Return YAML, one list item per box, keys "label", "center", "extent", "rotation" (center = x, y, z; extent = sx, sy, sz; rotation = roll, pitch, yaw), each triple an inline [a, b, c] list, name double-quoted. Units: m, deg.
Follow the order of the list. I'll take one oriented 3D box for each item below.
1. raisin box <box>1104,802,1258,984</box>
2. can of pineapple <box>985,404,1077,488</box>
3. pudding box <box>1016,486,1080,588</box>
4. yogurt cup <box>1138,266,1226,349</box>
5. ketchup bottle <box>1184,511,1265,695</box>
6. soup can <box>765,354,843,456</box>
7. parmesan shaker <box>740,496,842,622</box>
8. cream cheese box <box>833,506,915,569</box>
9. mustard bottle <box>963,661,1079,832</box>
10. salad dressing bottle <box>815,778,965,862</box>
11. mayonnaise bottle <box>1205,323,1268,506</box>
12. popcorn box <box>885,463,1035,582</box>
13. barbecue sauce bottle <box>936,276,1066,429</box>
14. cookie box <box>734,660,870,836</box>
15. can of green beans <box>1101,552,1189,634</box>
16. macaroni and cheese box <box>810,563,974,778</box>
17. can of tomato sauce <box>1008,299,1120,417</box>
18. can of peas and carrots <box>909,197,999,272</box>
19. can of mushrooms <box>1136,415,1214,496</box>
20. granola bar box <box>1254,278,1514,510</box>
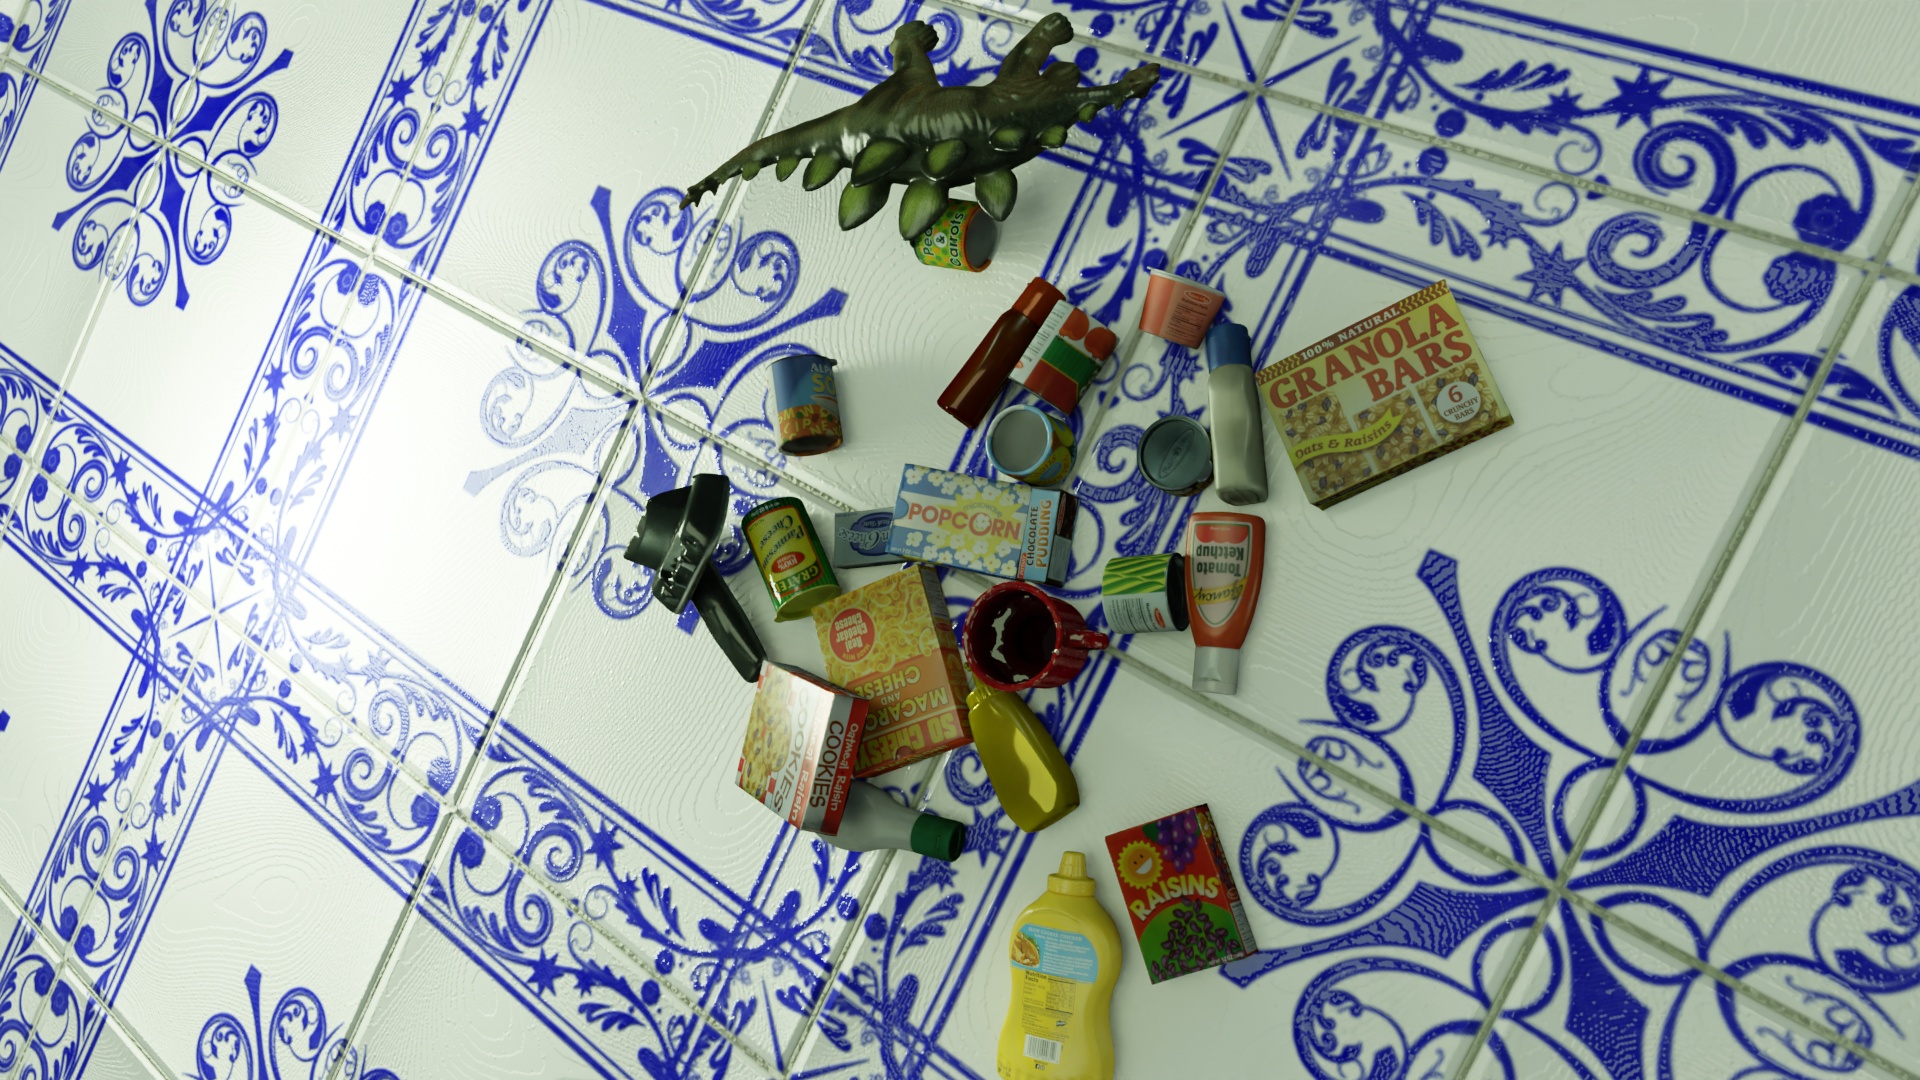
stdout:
- label: "raisin box"
  center: [0.179, 0.286, 1.129]
  extent: [0.086, 0.040, 0.123]
  rotation: [-25, 72, 23]
- label: "can of pineapple"
  center: [0.064, -0.083, 1.239]
  extent: [0.071, 0.058, 0.071]
  rotation: [-5, 80, 26]
- label: "pudding box"
  center: [0.078, -0.003, 1.224]
  extent: [0.030, 0.049, 0.083]
  rotation: [9, 86, 26]
- label: "yogurt cup"
  center: [0.187, -0.198, 1.194]
  extent: [0.072, 0.072, 0.054]
  rotation: [25, 102, 28]
- label: "ketchup bottle"
  center: [0.215, 0.052, 1.147]
  extent: [0.065, 0.043, 0.149]
  rotation: [3, 83, 23]
- label: "soup can"
  center: [-0.149, -0.132, 1.355]
  extent: [0.071, 0.071, 0.084]
  rotation: [-16, 75, 24]
- label: "parmesan shaker"
  center: [-0.166, 0.018, 1.335]
  extent: [0.071, 0.071, 0.103]
  rotation: [-33, 68, 19]
- label: "cream cheese box"
  center: [-0.072, -0.004, 1.315]
  extent: [0.103, 0.024, 0.053]
  rotation: [-6, 80, 26]
- label: "mustard bottle"
  center: [0.044, 0.173, 1.212]
  extent: [0.065, 0.049, 0.160]
  rotation: [-35, 67, 19]
- label: "salad dressing bottle"
  center: [-0.068, 0.257, 1.259]
  extent: [0.147, 0.044, 0.064]
  rotation: [9, 90, 27]
- label: "mayonnaise bottle"
  center: [0.229, -0.106, 1.159]
  extent: [0.041, 0.064, 0.148]
  rotation: [-9, 73, 23]
- label: "popcorn box"
  center: [0.004, -0.016, 1.254]
  extent: [0.127, 0.038, 0.085]
  rotation: [11, 85, 15]
- label: "barbecue sauce bottle"
  center: [0.038, -0.172, 1.269]
  extent: [0.043, 0.065, 0.148]
  rotation: [36, 92, -11]
- label: "cookie box"
  center: [-0.146, 0.186, 1.268]
  extent: [0.167, 0.040, 0.123]
  rotation: [11, 87, 60]
- label: "can of green beans"
  center: [0.157, 0.045, 1.166]
  extent: [0.058, 0.071, 0.071]
  rotation: [-5, 79, 27]
- label: "macaroni and cheese box"
  center: [-0.061, 0.121, 1.280]
  extent: [0.123, 0.040, 0.167]
  rotation: [-23, 71, 23]
- label: "can of tomato sauce"
  center: [0.094, -0.160, 1.233]
  extent: [0.071, 0.071, 0.083]
  rotation: [36, 96, 27]
- label: "can of peas and carrots"
  center: [-0.005, -0.287, 1.303]
  extent: [0.059, 0.071, 0.071]
  rotation: [15, 89, 28]
- label: "can of mushrooms"
  center: [0.189, -0.070, 1.187]
  extent: [0.071, 0.033, 0.071]
  rotation: [-5, 79, 26]
- label: "granola bar box"
  center: [0.338, -0.115, 1.115]
  extent: [0.165, 0.039, 0.124]
  rotation: [-26, 71, 21]
